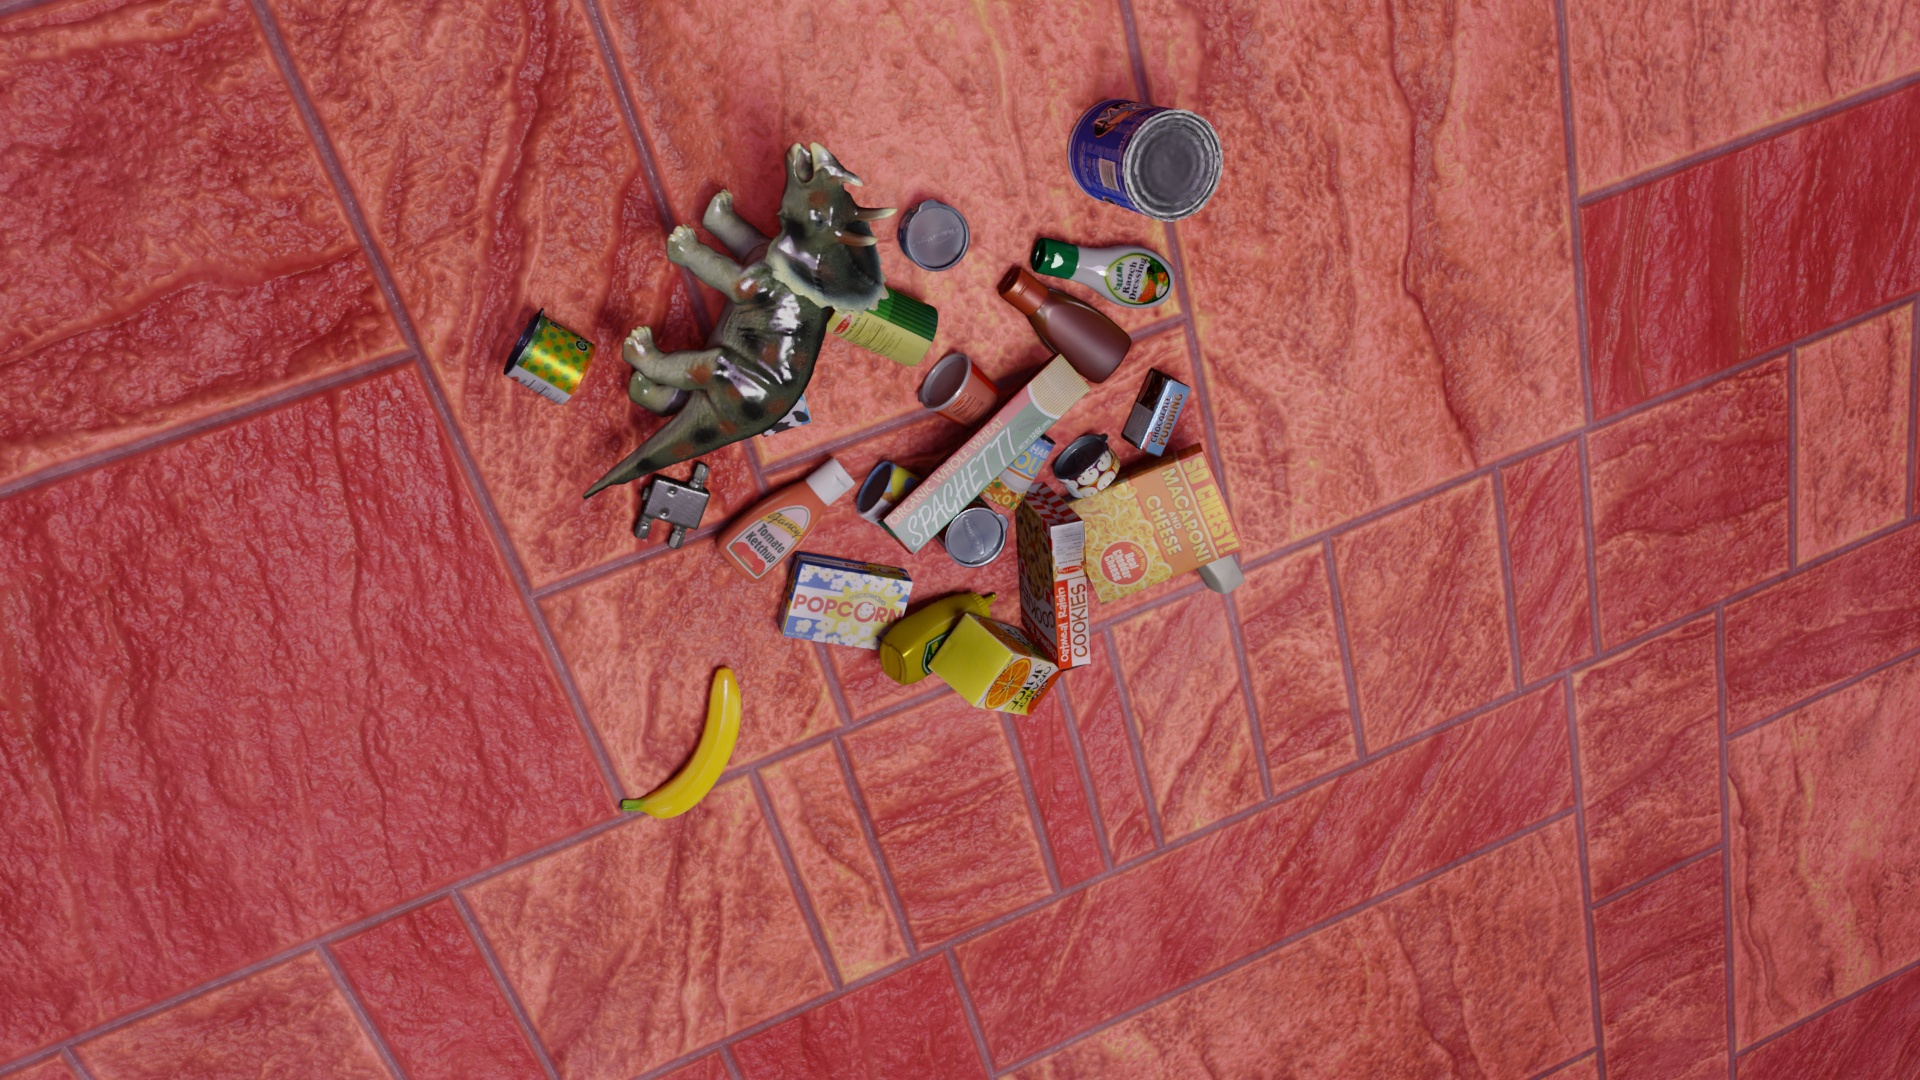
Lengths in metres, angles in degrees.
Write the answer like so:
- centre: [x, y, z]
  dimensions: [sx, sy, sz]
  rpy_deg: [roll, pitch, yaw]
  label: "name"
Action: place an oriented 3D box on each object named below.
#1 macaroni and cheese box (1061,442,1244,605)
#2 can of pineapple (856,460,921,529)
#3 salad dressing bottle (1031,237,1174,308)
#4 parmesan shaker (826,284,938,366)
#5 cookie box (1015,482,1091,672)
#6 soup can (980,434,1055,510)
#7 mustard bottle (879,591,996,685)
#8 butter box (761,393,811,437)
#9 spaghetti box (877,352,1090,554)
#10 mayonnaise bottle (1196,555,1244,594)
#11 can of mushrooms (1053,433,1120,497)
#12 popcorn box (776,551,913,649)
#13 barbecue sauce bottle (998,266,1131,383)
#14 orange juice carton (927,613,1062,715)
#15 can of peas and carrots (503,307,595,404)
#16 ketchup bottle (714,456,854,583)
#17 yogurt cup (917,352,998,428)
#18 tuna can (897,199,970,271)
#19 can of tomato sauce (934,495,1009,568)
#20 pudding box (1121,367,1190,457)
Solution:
- centre: [0.206, -0.018, 1.510]
  dimensions: [0.166, 0.040, 0.123]
  rpy_deg: [-22, 106, 11]
  label: "macaroni and cheese box"
- centre: [-0.066, -0.043, 1.433]
  dimensions: [0.058, 0.071, 0.071]
  rpy_deg: [29, 99, -26]
  label: "can of pineapple"
- centre: [0.146, -0.278, 1.425]
  dimensions: [0.148, 0.044, 0.064]
  rpy_deg: [8, 109, -21]
  label: "salad dressing bottle"
- centre: [-0.083, -0.217, 1.361]
  dimensions: [0.103, 0.071, 0.071]
  rpy_deg: [21, 103, -25]
  label: "parmesan shaker"
- centre: [0.097, 0.038, 1.486]
  dimensions: [0.040, 0.123, 0.166]
  rpy_deg: [-10, 113, -13]
  label: "cookie box"
- centre: [0.052, -0.082, 1.454]
  dimensions: [0.071, 0.071, 0.083]
  rpy_deg: [26, 101, -25]
  label: "soup can"
- centre: [-0.015, 0.094, 1.494]
  dimensions: [0.161, 0.049, 0.065]
  rpy_deg: [-32, 139, -32]
  label: "mustard bottle"
- centre: [-0.186, -0.158, 1.369]
  dimensions: [0.053, 0.024, 0.103]
  rpy_deg: [-20, 116, -11]
  label: "butter box"
- centre: [0.024, -0.087, 1.394]
  dimensions: [0.250, 0.029, 0.050]
  rpy_deg: [-43, 101, -4]
  label: "spaghetti box"
- centre: [0.267, -0.010, 1.562]
  dimensions: [0.041, 0.065, 0.147]
  rpy_deg: [-34, 113, -5]
  label: "mayonnaise bottle"
- centre: [0.137, -0.081, 1.486]
  dimensions: [0.071, 0.071, 0.033]
  rpy_deg: [-41, 118, 0]
  label: "can of mushrooms"
- centre: [-0.122, 0.065, 1.469]
  dimensions: [0.127, 0.038, 0.085]
  rpy_deg: [10, 107, -22]
  label: "popcorn box"
- centre: [0.105, -0.226, 1.432]
  dimensions: [0.148, 0.044, 0.065]
  rpy_deg: [33, 97, -26]
  label: "barbecue sauce bottle"
- centre: [0.050, 0.139, 1.511]
  dimensions: [0.071, 0.073, 0.192]
  rpy_deg: [-54, 153, 7]
  label: "orange juice carton"
- centre: [-0.377, -0.169, 1.277]
  dimensions: [0.058, 0.071, 0.071]
  rpy_deg: [31, 98, -27]
  label: "can of peas and carrots"
- centre: [-0.175, -0.025, 1.414]
  dimensions: [0.149, 0.043, 0.064]
  rpy_deg: [-40, 117, -1]
  label: "ketchup bottle"
- centre: [0.002, -0.150, 1.416]
  dimensions: [0.054, 0.072, 0.072]
  rpy_deg: [33, 97, -35]
  label: "yogurt cup"
- centre: [-0.027, -0.302, 1.363]
  dimensions: [0.071, 0.033, 0.070]
  rpy_deg: [-7, 112, -16]
  label: "tuna can"
- centre: [0.005, -0.018, 1.456]
  dimensions: [0.071, 0.083, 0.071]
  rpy_deg: [-7, 112, -16]
  label: "can of tomato sauce"
- centre: [0.210, -0.138, 1.498]
  dimensions: [0.030, 0.050, 0.083]
  rpy_deg: [16, 104, -25]
  label: "pudding box"
